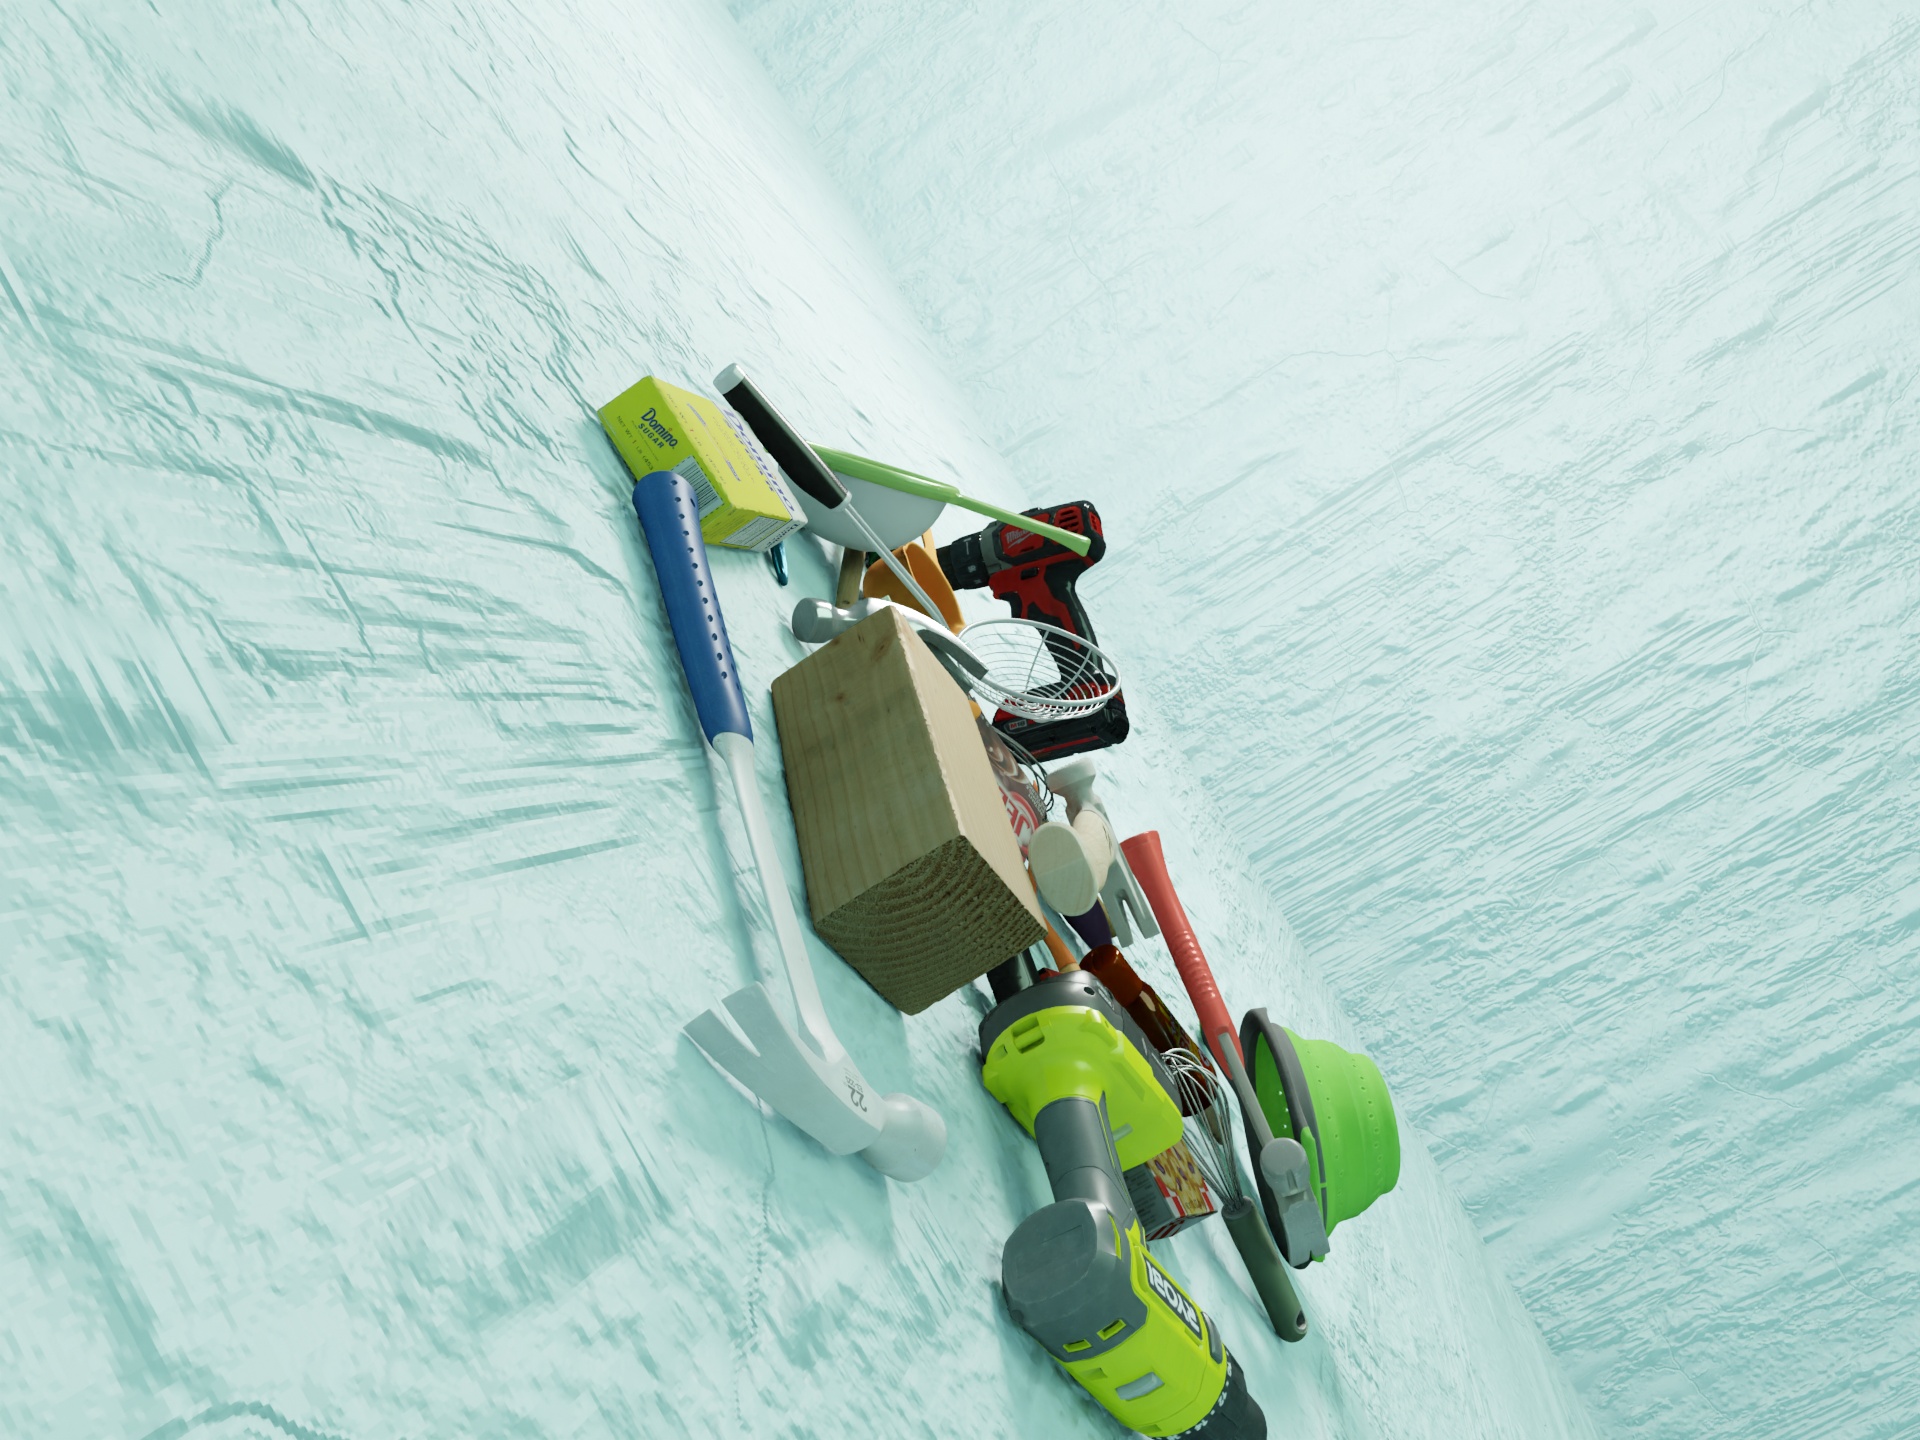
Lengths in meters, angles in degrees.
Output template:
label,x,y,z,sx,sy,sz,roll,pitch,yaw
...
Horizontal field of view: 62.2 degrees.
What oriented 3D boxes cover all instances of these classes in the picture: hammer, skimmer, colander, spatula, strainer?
label,x,y,z,sx,sy,sz,roll,pitch,yaw
hammer,0.193,0.227,1.210,0.149,0.036,0.360,68,2,-45
hammer,0.085,0.098,1.028,0.410,0.038,0.146,6,60,-83
skimmer,-0.024,-0.129,1.136,0.363,0.090,0.127,47,18,-25
colander,0.287,0.315,1.359,0.397,0.094,0.204,-113,-164,-80
hammer,-0.005,0.063,0.999,0.128,0.033,0.331,2,56,-38
hammer,-0.107,0.017,0.750,0.143,0.035,0.406,46,16,-48
spatula,0.140,0.222,1.282,0.060,0.018,0.315,-8,-62,55
spatula,0.095,0.194,1.133,0.081,0.041,0.323,88,-20,-60
strainer,-0.031,-0.151,1.222,0.256,0.069,0.151,19,9,2

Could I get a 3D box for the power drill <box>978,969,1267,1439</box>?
label,x,y,z,sx,sy,sz,roll,pitch,yaw
power drill,0.084,0.260,0.825,0.190,0.080,0.229,51,15,-29

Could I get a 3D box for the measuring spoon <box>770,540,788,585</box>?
label,x,y,z,sx,sy,sz,roll,pitch,yaw
measuring spoon,-0.141,-0.143,1.108,0.042,0.021,0.129,49,22,-57

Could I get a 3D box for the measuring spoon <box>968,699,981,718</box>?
label,x,y,z,sx,sy,sz,roll,pitch,yaw
measuring spoon,-0.029,-0.003,0.999,0.117,0.011,0.021,-9,63,-42

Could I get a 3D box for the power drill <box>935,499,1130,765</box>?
label,x,y,z,sx,sy,sz,roll,pitch,yaw
power drill,0.052,-0.078,1.444,0.080,0.188,0.227,30,49,-68

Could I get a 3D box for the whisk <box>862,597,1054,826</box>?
label,x,y,z,sx,sy,sz,roll,pitch,yaw
whisk,-0.003,-0.003,1.237,0.238,0.055,0.055,50,13,-20

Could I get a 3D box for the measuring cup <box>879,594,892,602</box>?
label,x,y,z,sx,sy,sz,roll,pitch,yaw
measuring cup,-0.042,-0.020,1.167,0.167,0.038,0.083,69,-3,-49

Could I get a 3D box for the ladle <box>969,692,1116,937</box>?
label,x,y,z,sx,sy,sz,roll,pitch,yaw
ladle,0.052,0.069,1.333,0.315,0.031,0.069,55,17,-22

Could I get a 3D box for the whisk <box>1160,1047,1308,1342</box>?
label,x,y,z,sx,sy,sz,roll,pitch,yaw
whisk,0.190,0.336,1.116,0.058,0.059,0.246,-40,110,-48

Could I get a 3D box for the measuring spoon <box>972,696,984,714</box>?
label,x,y,z,sx,sy,sz,roll,pitch,yaw
measuring spoon,0.032,0.038,1.370,0.034,0.018,0.124,-63,128,-88

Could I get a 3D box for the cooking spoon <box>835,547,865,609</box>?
label,x,y,z,sx,sy,sz,roll,pitch,yaw
cooking spoon,-0.083,-0.149,1.289,0.319,0.068,0.017,-89,-172,-62

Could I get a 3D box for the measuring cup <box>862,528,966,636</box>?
label,x,y,z,sx,sy,sz,roll,pitch,yaw
measuring cup,-0.045,-0.121,1.320,0.095,0.052,0.174,50,19,-34
